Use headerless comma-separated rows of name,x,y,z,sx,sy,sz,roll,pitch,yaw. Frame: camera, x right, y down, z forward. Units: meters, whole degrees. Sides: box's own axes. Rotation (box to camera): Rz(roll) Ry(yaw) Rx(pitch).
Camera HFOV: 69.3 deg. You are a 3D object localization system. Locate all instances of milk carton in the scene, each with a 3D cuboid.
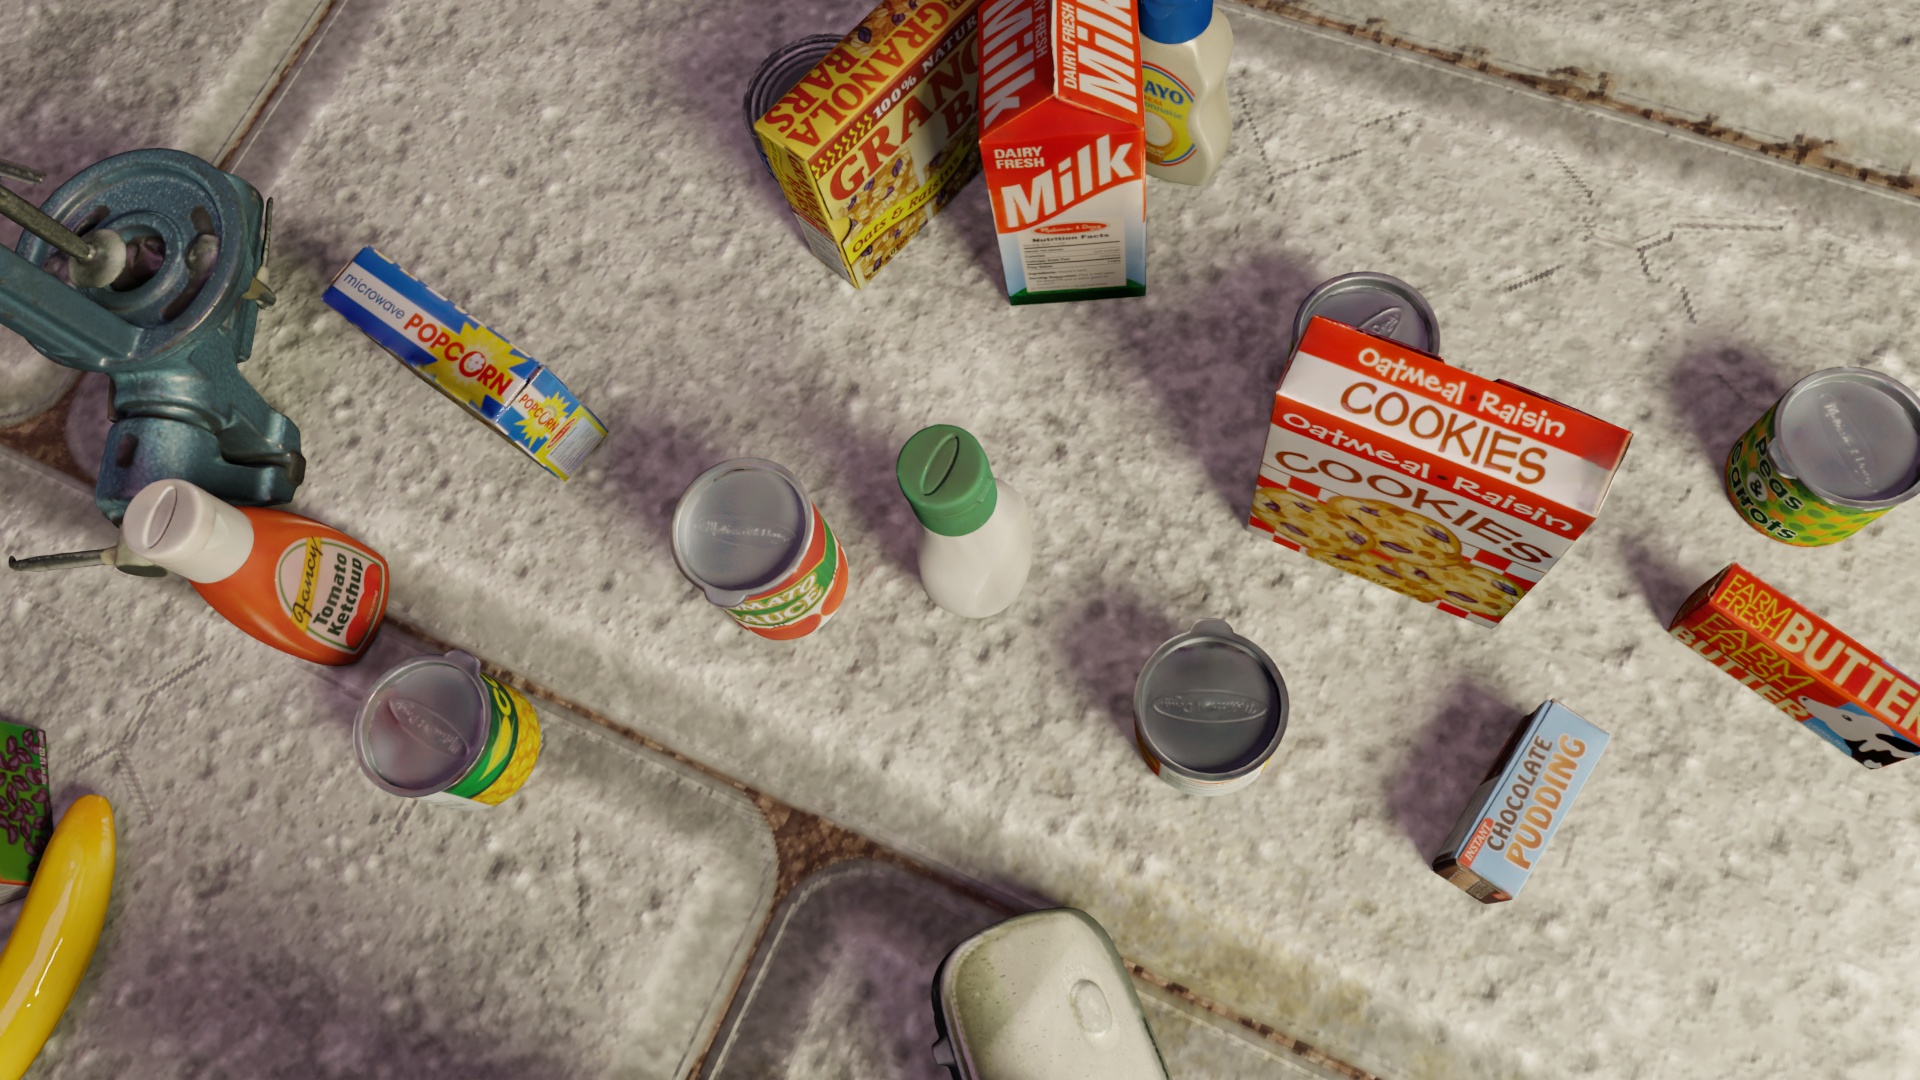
milk carton,0.049,-0.187,0.647,0.073,0.190,0.072,-3,72,7

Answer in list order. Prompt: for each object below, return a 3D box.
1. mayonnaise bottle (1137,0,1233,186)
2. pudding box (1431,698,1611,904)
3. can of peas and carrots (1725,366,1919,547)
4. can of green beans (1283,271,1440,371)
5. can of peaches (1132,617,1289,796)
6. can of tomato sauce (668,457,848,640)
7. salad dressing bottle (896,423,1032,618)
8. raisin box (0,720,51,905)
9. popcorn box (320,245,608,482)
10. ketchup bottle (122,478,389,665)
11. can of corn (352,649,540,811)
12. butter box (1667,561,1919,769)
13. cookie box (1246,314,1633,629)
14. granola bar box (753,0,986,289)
mayonnaise bottle,0.103,-0.233,0.678,0.065,0.147,0.041,27,77,15
pudding box,0.239,0.112,0.595,0.030,0.049,0.084,33,79,16
can of peas and carrots,0.385,-0.035,0.621,0.071,0.058,0.071,-2,71,7
can of green beans,0.190,-0.086,0.664,0.071,0.057,0.071,-2,71,7
can of peaches,0.111,0.076,0.620,0.071,0.058,0.071,-2,71,7
can of tomato sauce,-0.092,0.008,0.656,0.071,0.083,0.071,-2,72,7
salad dressing bottle,0.002,-0.008,0.615,0.044,0.147,0.064,24,77,14
raisin box,-0.488,0.122,0.649,0.040,0.123,0.086,-17,70,2
popcorn box,-0.251,-0.089,0.709,0.127,0.085,0.038,33,79,16
ketchup bottle,-0.326,0.013,0.651,0.043,0.148,0.065,8,73,10
can of corn,-0.241,0.091,0.661,0.071,0.058,0.071,-2,71,7
butter box,0.362,0.055,0.596,0.103,0.053,0.024,39,81,17
cookie box,0.190,-0.023,0.585,0.123,0.167,0.040,23,77,14
granola bar box,-0.019,-0.220,0.702,0.039,0.124,0.166,41,81,18
